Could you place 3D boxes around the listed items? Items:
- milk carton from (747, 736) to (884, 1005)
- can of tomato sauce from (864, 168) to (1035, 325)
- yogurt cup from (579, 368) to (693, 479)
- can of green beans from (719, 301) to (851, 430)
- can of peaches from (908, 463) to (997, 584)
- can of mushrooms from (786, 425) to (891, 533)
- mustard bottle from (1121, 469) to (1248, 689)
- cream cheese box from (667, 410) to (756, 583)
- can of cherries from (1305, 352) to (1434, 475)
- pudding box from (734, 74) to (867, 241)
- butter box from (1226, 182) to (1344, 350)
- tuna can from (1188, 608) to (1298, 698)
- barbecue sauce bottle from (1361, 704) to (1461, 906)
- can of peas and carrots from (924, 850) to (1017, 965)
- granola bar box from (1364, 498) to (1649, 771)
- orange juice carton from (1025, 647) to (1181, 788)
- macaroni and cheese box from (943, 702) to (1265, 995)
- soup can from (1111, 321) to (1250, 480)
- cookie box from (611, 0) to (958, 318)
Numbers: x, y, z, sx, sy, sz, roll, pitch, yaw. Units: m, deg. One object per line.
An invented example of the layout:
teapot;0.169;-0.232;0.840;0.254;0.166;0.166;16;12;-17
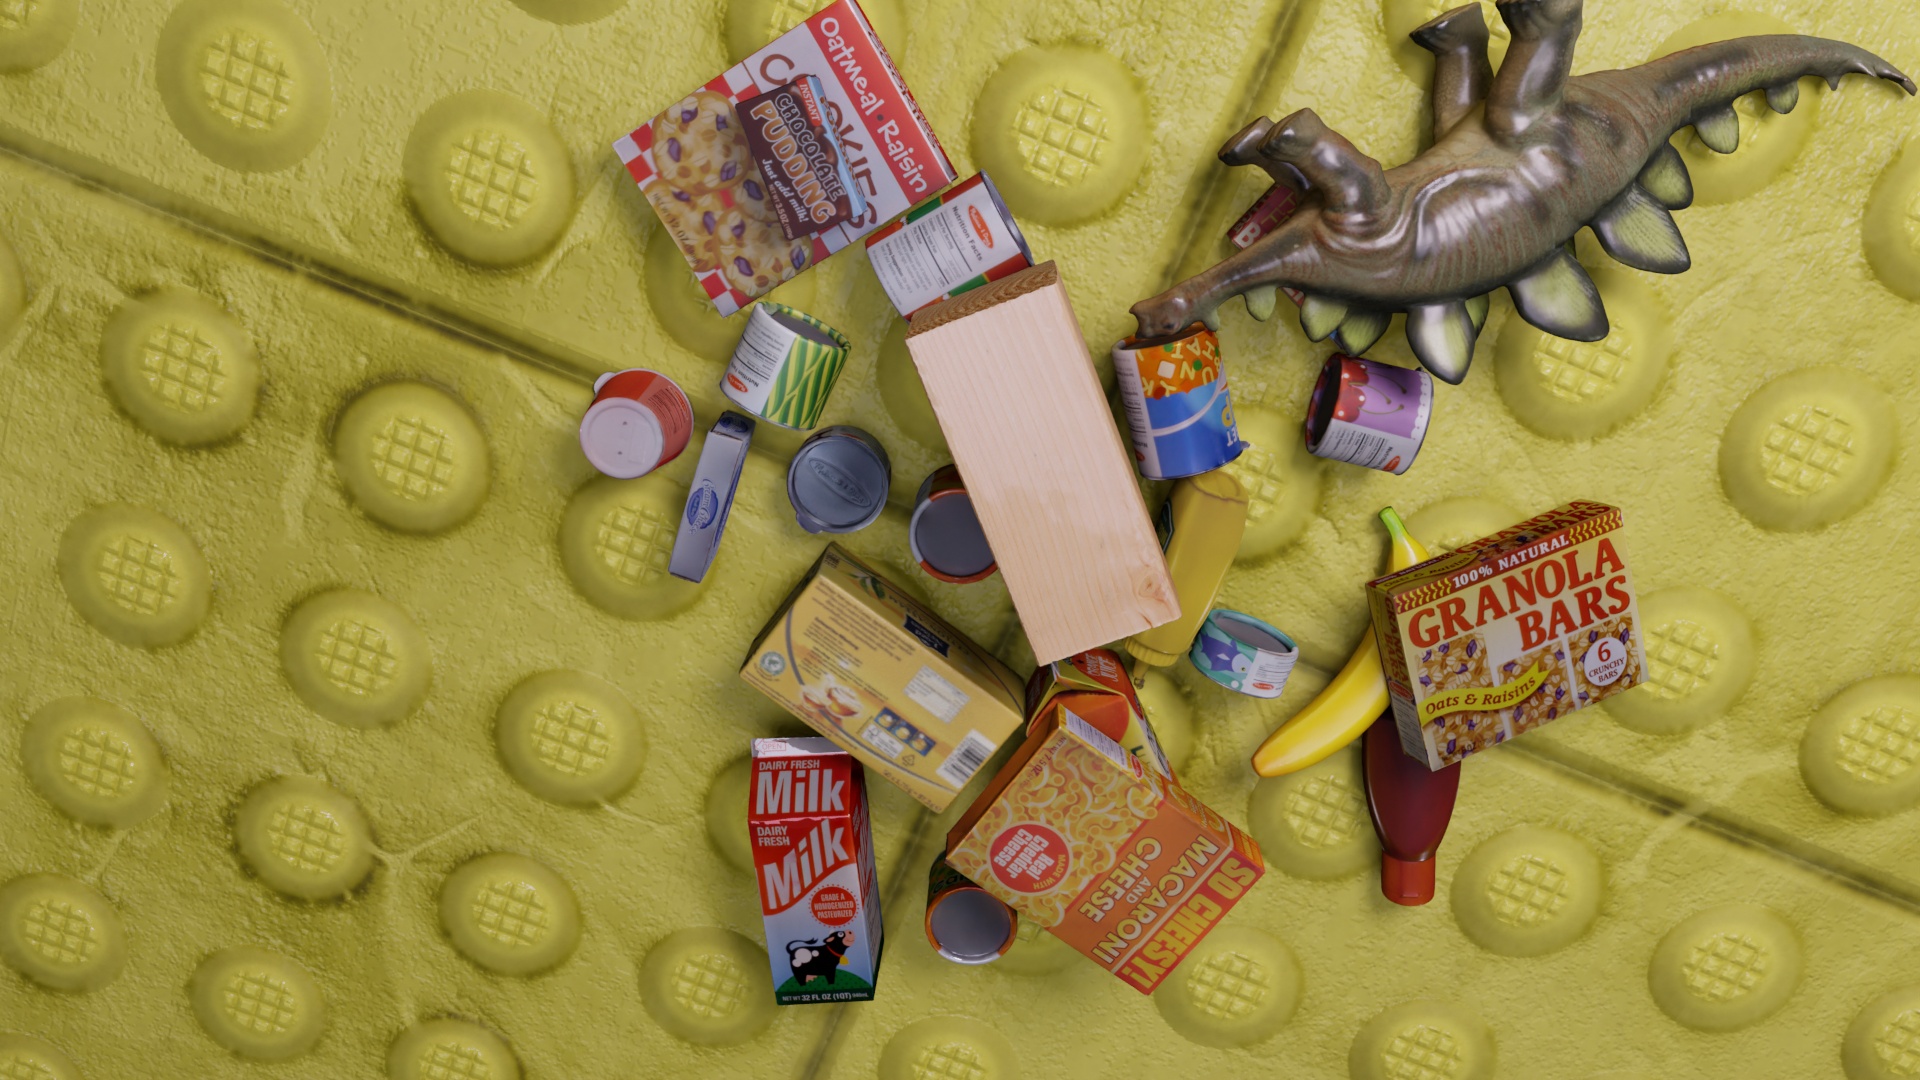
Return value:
milk carton;-0.102;0.224;0.978;0.072;0.074;0.189;-3;108;4
can of tomato sauce;-0.006;-0.175;0.844;0.083;0.071;0.071;-28;105;12
yogurt cup;-0.211;-0.072;0.894;0.072;0.054;0.072;1;109;2
can of green beans;-0.109;-0.110;0.870;0.071;0.071;0.057;26;108;-6
can of peaches;0.003;-0.011;0.901;0.071;0.058;0.071;1;109;3
can of mushrooms;-0.080;-0.039;0.909;0.071;0.033;0.070;1;109;2
mustard bottle;0.139;0.032;0.907;0.049;0.065;0.159;16;113;-6
cream cheese box;-0.162;-0.029;0.906;0.024;0.053;0.103;18;109;-5
can of cherries;0.253;-0.081;0.863;0.058;0.072;0.071;13;109;0
pudding box;-0.091;-0.222;0.807;0.049;0.030;0.083;-18;107;9
butter box;0.218;-0.171;0.854;0.103;0.024;0.053;42;105;-11
tuna can;0.186;0.073;0.918;0.071;0.071;0.032;18;108;-3
barbecue sauce bottle;0.310;0.180;0.957;0.065;0.044;0.148;-1;109;13
can of peas and carrots;0.008;0.257;0.991;0.071;0.059;0.070;1;109;2
granola bar box;0.351;0.059;0.890;0.166;0.039;0.124;-20;105;-11
orange juice carton;0.098;0.147;0.942;0.073;0.072;0.192;-23;106;10
macaroni and cheese box;0.093;0.201;0.900;0.166;0.040;0.123;36;106;-9
soup can;0.137;-0.089;0.865;0.071;0.071;0.083;-13;107;7
cookie box;-0.105;-0.231;0.843;0.167;0.040;0.122;-28;105;13
